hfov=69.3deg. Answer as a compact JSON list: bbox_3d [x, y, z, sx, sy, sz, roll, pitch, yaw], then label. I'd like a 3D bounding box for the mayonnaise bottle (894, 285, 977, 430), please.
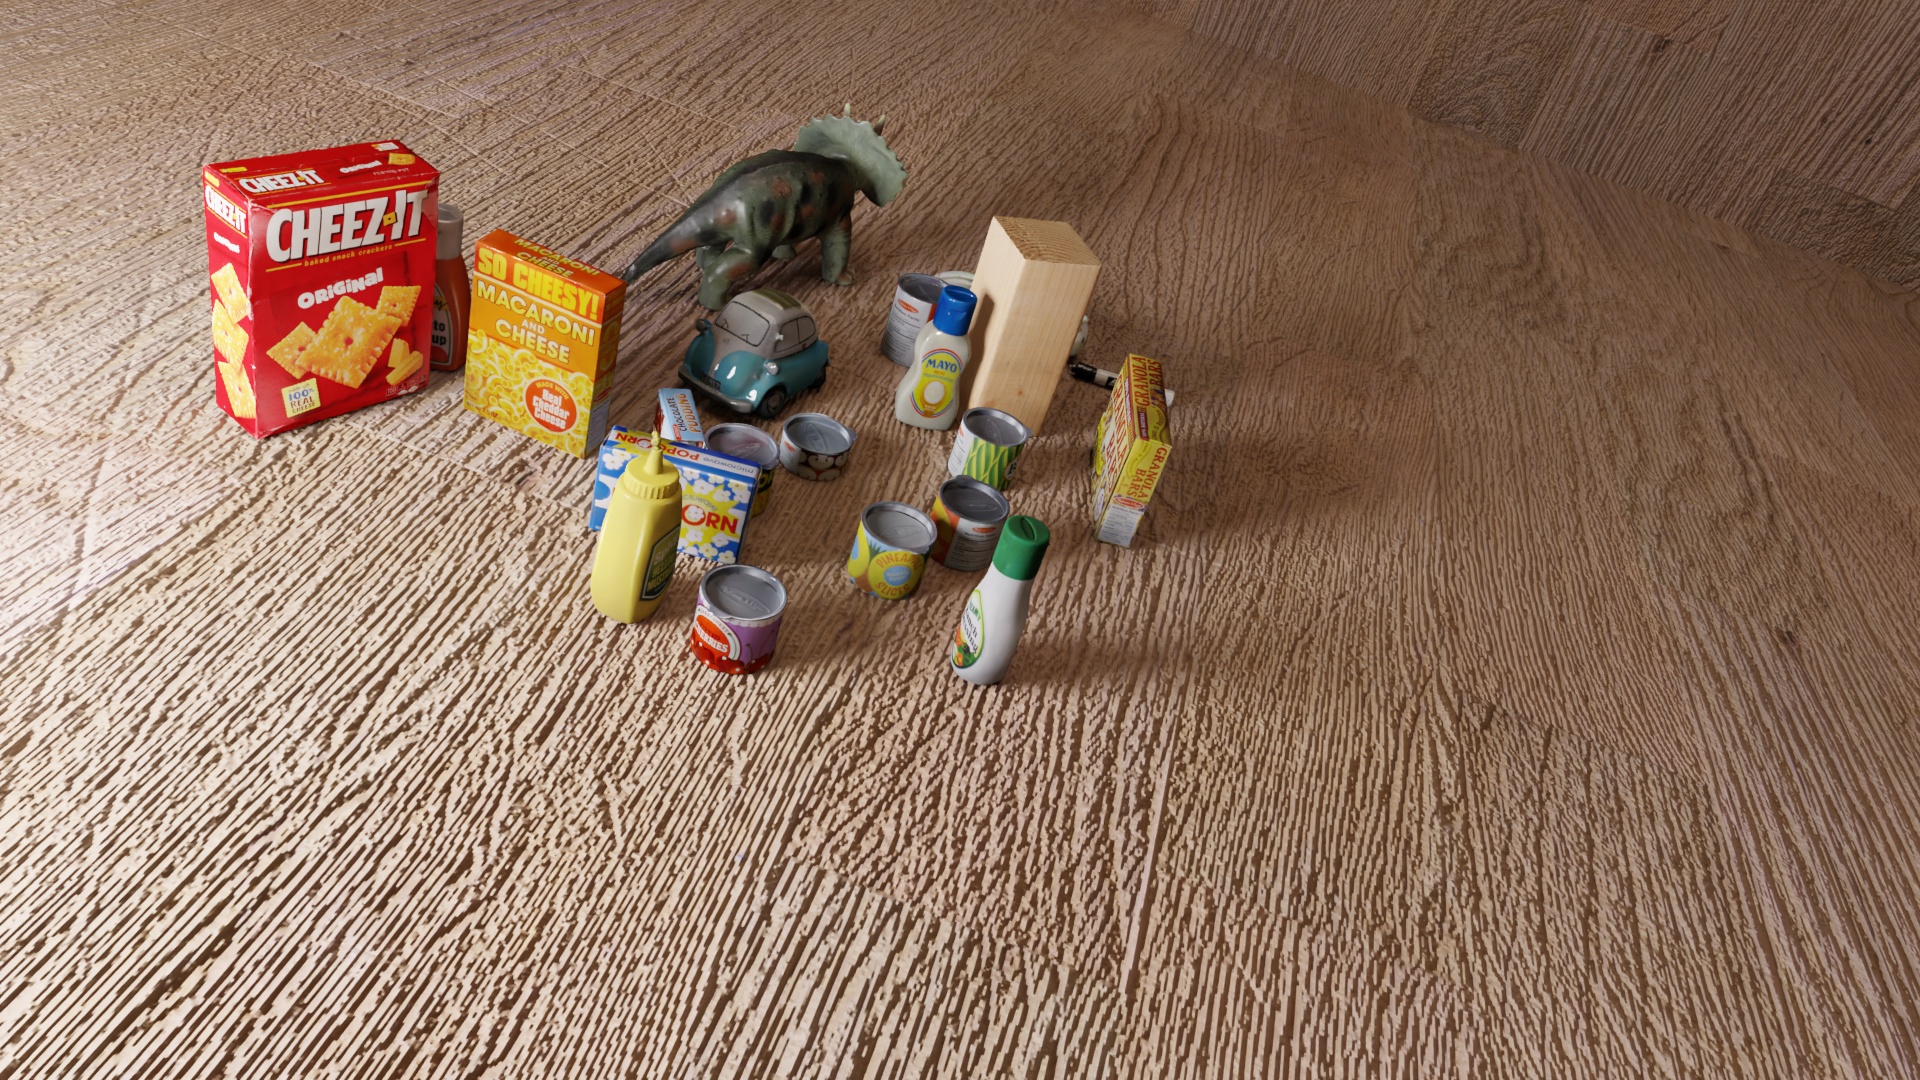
[{"bbox_3d":[-0.020,-0.181,1.383,0.065,0.147,0.041,11,35,-12],"label":"mayonnaise bottle"}]

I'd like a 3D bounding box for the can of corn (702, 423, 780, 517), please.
[{"bbox_3d":[-0.194,-0.059,1.214,0.071,0.058,0.071,13,35,-9],"label":"can of corn"}]

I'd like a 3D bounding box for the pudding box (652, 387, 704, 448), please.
[{"bbox_3d":[-0.253,-0.094,1.242,0.030,0.049,0.084,1,38,-24],"label":"pudding box"}]

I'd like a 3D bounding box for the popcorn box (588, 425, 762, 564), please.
[{"bbox_3d":[-0.234,-0.036,1.141,0.127,0.084,0.038,15,35,-6],"label":"popcorn box"}]

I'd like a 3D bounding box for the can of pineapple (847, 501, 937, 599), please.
[{"bbox_3d":[-0.058,0.010,1.184,0.071,0.057,0.071,13,35,-9],"label":"can of pineapple"}]

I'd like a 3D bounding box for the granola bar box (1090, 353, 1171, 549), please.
[{"bbox_3d":[0.164,-0.090,1.366,0.039,0.123,0.166,15,35,-6],"label":"granola bar box"}]

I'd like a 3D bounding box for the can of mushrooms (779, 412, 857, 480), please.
[{"bbox_3d":[-0.134,-0.088,1.302,0.071,0.033,0.071,13,35,-9],"label":"can of mushrooms"}]

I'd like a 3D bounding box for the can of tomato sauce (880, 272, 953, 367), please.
[{"bbox_3d":[-0.044,-0.238,1.507,0.071,0.082,0.071,13,35,-9],"label":"can of tomato sauce"}]

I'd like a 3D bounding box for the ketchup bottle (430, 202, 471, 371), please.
[{"bbox_3d":[-0.466,-0.226,1.236,0.065,0.148,0.044,19,35,0],"label":"ketchup bottle"}]

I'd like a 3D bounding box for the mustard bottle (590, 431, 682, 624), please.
[{"bbox_3d":[-0.238,-0.012,1.041,0.049,0.159,0.066,26,35,10],"label":"mustard bottle"}]

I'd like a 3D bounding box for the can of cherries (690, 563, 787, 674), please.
[{"bbox_3d":[-0.172,0.061,1.061,0.071,0.058,0.072,13,35,-9],"label":"can of cherries"}]

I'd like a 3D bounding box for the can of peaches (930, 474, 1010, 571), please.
[{"bbox_3d":[0.004,-0.016,1.248,0.071,0.057,0.071,13,35,-9],"label":"can of peaches"}]

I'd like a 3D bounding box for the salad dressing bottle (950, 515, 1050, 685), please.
[{"bbox_3d":[0.032,0.047,1.097,0.044,0.146,0.064,5,37,-19],"label":"salad dressing bottle"}]

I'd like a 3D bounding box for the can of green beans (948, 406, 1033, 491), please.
[{"bbox_3d":[0.026,-0.088,1.357,0.071,0.057,0.071,13,35,-9],"label":"can of green beans"}]

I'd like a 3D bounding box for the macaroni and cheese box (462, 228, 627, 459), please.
[{"bbox_3d":[-0.358,-0.167,1.191,0.124,0.165,0.040,23,35,6],"label":"macaroni and cheese box"}]
